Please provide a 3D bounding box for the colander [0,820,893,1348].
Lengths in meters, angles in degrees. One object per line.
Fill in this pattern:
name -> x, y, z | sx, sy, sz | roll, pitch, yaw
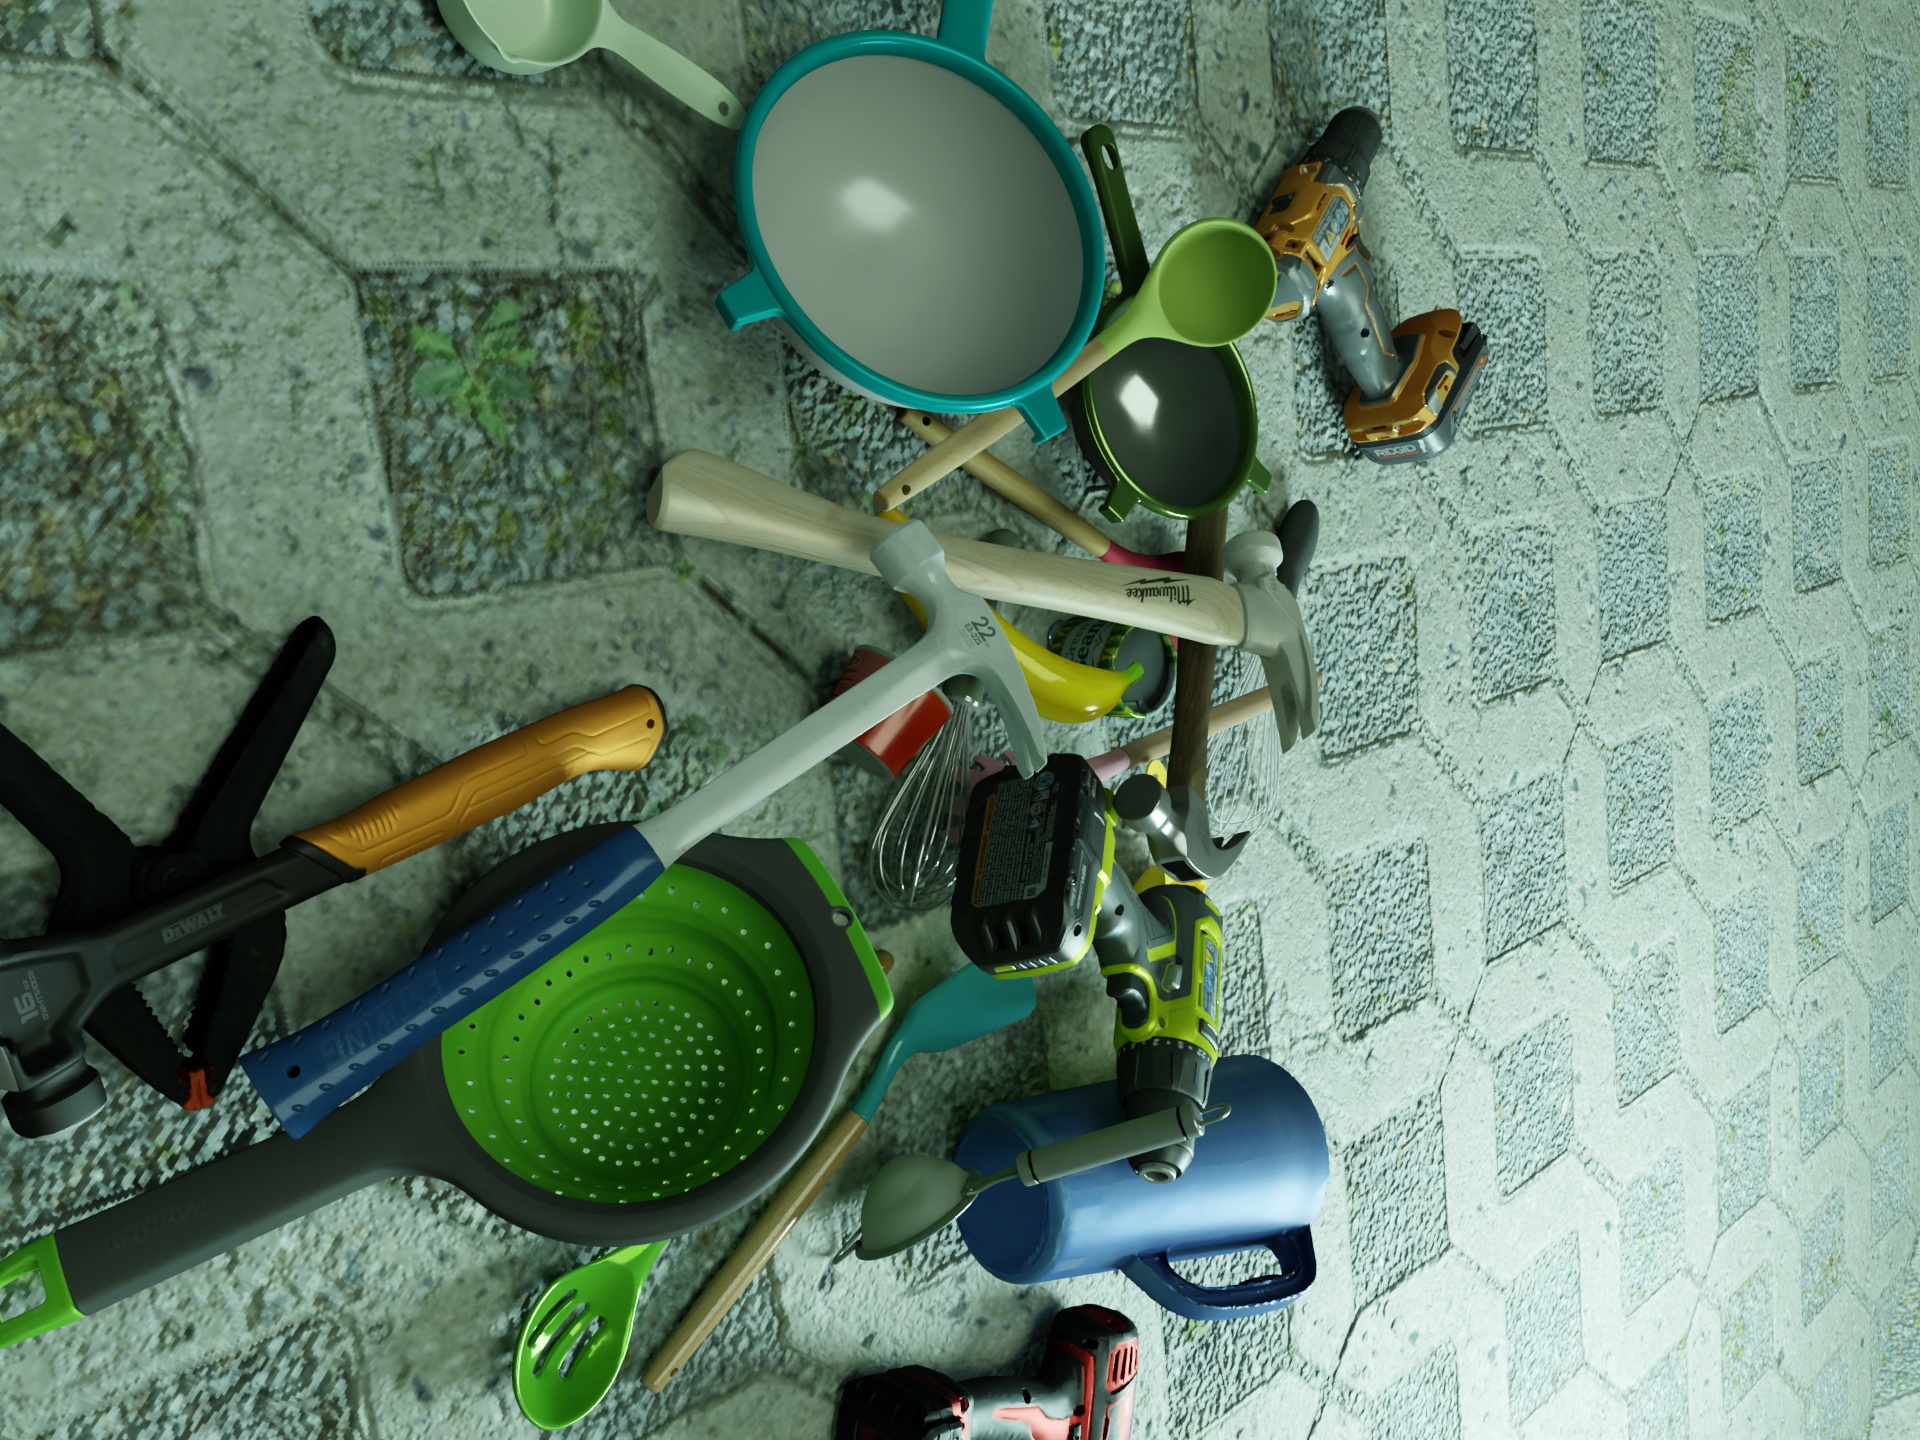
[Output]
colander -> -0.227, 0.187, 0.737 | 0.397, 0.205, 0.094 | -22, 153, -21

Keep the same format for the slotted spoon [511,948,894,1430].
slotted spoon -> -0.133, 0.242, 0.872 | 0.314, 0.031, 0.070 | -49, 123, -30

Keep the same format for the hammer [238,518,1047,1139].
hammer -> -0.134, 0.059, 0.745 | 0.405, 0.035, 0.144 | -35, 85, -23

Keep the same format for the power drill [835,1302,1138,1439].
power drill -> 0.025, 0.482, 1.004 | 0.226, 0.080, 0.188 | 7, 89, -45

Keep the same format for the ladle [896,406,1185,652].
ladle -> 0.075, -0.125, 1.030 | 0.315, 0.031, 0.069 | 28, 74, -38

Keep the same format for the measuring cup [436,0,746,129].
measuring cup -> -0.178, -0.331, 0.776 | 0.167, 0.038, 0.083 | 20, 80, -43

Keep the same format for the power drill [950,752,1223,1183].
power drill -> 0.087, 0.146, 0.943 | 0.228, 0.080, 0.191 | 50, 37, -37

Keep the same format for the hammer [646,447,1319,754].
hammer -> 0.027, -0.076, 0.896 | 0.410, 0.038, 0.146 | 9, 56, -26

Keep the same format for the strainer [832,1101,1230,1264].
strainer -> 0.032, 0.255, 0.906 | 0.050, 0.258, 0.087 | 67, 16, -7

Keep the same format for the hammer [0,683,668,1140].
hammer -> -0.261, 0.043, 0.697 | 0.337, 0.034, 0.127 | -29, 118, -47

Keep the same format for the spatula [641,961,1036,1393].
spatula -> -0.068, 0.254, 0.919 | 0.317, 0.044, 0.082 | -49, 145, -26

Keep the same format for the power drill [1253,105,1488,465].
power drill -> 0.307, -0.326, 1.190 | 0.226, 0.084, 0.185 | 42, 65, -31

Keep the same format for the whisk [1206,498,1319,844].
whisk -> 0.219, -0.035, 1.151 | 0.070, 0.070, 0.285 | 33, 67, -39

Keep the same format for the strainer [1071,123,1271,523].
strainer -> 0.104, -0.248, 1.027 | 0.151, 0.069, 0.256 | -16, 91, -36

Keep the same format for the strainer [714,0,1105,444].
strainer -> -0.024, -0.313, 0.881 | 0.211, 0.095, 0.340 | 16, 71, -22

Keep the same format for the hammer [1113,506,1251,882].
hammer -> 0.154, -0.048, 1.024 | 0.129, 0.031, 0.332 | 46, 43, -43

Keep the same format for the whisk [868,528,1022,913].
whisk -> -0.002, -0.003, 0.958 | 0.057, 0.059, 0.246 | 70, 34, -72

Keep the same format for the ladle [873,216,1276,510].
ladle -> 0.072, -0.203, 0.920 | 0.320, 0.062, 0.078 | -39, 119, -30

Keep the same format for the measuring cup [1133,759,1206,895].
measuring cup -> 0.131, 0.085, 1.073 | 0.062, 0.029, 0.156 | -35, 130, -29

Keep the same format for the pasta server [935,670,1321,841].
pasta server -> 0.121, 0.016, 1.047 | 0.316, 0.040, 0.060 | -21, 107, -32
